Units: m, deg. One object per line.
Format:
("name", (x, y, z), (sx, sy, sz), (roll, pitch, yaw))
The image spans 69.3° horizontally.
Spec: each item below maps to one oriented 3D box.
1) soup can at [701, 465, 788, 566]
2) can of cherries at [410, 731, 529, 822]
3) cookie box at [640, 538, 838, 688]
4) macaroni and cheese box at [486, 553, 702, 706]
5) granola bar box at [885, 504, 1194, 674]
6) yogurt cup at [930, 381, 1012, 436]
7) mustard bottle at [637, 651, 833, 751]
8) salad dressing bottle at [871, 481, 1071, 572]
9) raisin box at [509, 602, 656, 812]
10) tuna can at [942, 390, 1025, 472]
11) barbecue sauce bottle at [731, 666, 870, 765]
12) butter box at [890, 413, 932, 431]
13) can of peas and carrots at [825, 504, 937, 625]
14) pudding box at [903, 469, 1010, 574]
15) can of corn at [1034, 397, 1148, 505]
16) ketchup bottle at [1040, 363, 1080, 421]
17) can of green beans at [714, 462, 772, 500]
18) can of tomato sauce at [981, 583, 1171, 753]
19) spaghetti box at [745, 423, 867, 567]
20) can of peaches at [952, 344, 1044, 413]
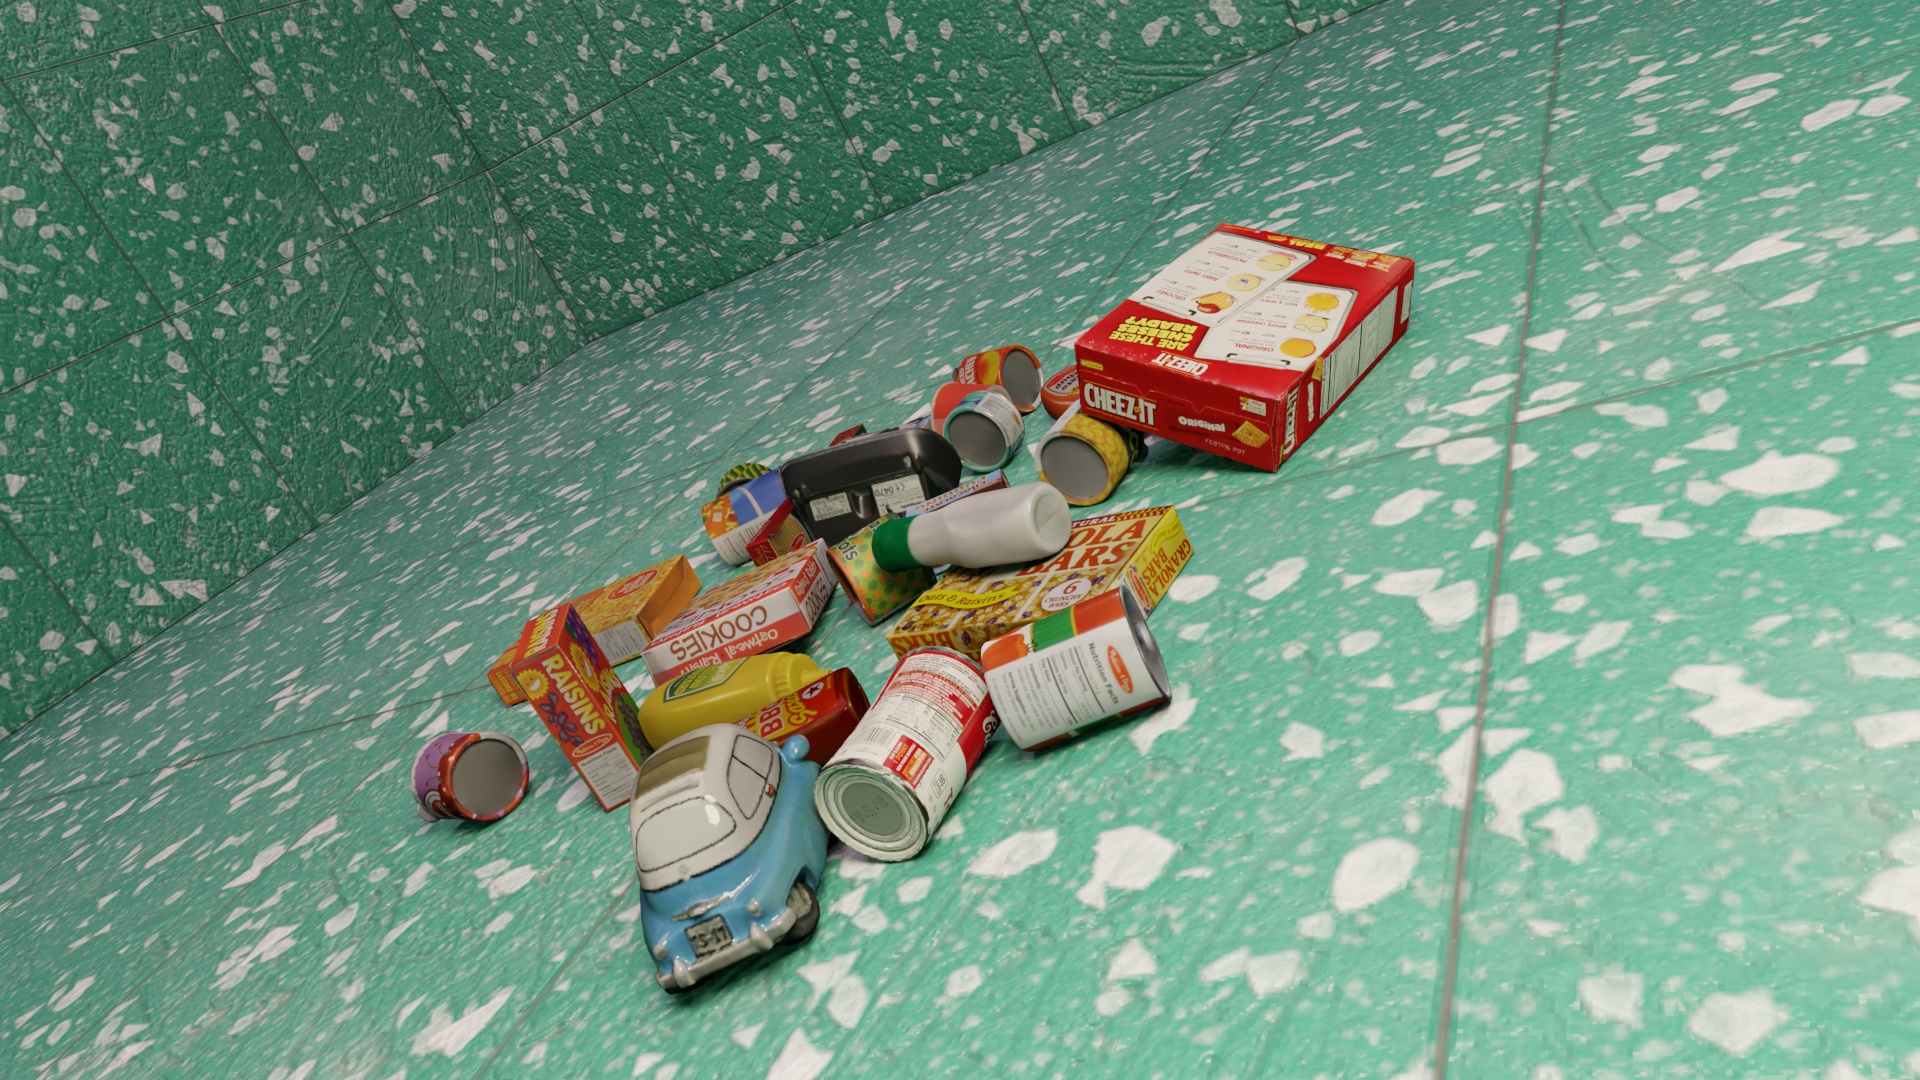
("soup can", (-0.191, -0.024, 1.301), (0.084, 0.071, 0.071), (-26, 19, 5))
("can of cherries", (-0.365, 0.177, 1.031), (0.058, 0.071, 0.072), (-8, 27, 42))
("cookie box", (-0.164, 0.057, 1.072), (0.123, 0.040, 0.168), (-25, 10, 7))
("macaroni and cheese box", (-0.332, 0.080, 1.267), (0.166, 0.040, 0.124), (-21, 20, 18))
("granola bar box", (0.050, 0.034, 0.888), (0.165, 0.039, 0.125), (-10, 26, 40))
("yogurt cup", (0.013, -0.113, 1.271), (0.054, 0.072, 0.073), (-2, 31, 36))
("mustard bottle", (-0.143, 0.105, 0.943), (0.160, 0.048, 0.065), (-17, 18, 27))
("salad dressing bottle", (0.004, -0.005, 0.919), (0.147, 0.044, 0.064), (-10, 25, 43))
("raisin box", (-0.259, 0.114, 0.963), (0.040, 0.123, 0.086), (-27, 20, 0))
("tuna can", (0.018, -0.093, 1.209), (0.071, 0.071, 0.033), (-13, 24, 35))
("barbecue sauce bottle", (-0.127, 0.133, 0.864), (0.148, 0.043, 0.065), (-26, 20, 4))
("butter box", (-0.054, -0.089, 1.352), (0.053, 0.024, 0.104), (-20, 21, 19))
("can of peas and carrots", (-0.059, 0.019, 1.021), (0.059, 0.070, 0.071), (-32, 20, -11))
("pudding box", (0.004, -0.013, 1.050), (0.083, 0.049, 0.030), (-23, 18, 10))
("can of corn", (0.099, -0.066, 1.041), (0.071, 0.071, 0.058), (-11, 26, 39))
("ketchup bottle", (0.117, -0.116, 1.170), (0.065, 0.043, 0.149), (-29, 20, -5))
("can of green beans", (-0.206, -0.038, 1.360), (0.071, 0.071, 0.058), (-26, 19, 4))
("can of tomato sauce", (0.062, 0.069, 0.745), (0.083, 0.071, 0.071), (-24, 20, 13))
("spaghetti box", (-0.128, -0.035, 1.276), (0.028, 0.050, 0.251), (-18, 21, 24))
("can of peaches", (0.037, -0.150, 1.321), (0.058, 0.071, 0.071), (-7, 28, 44))
